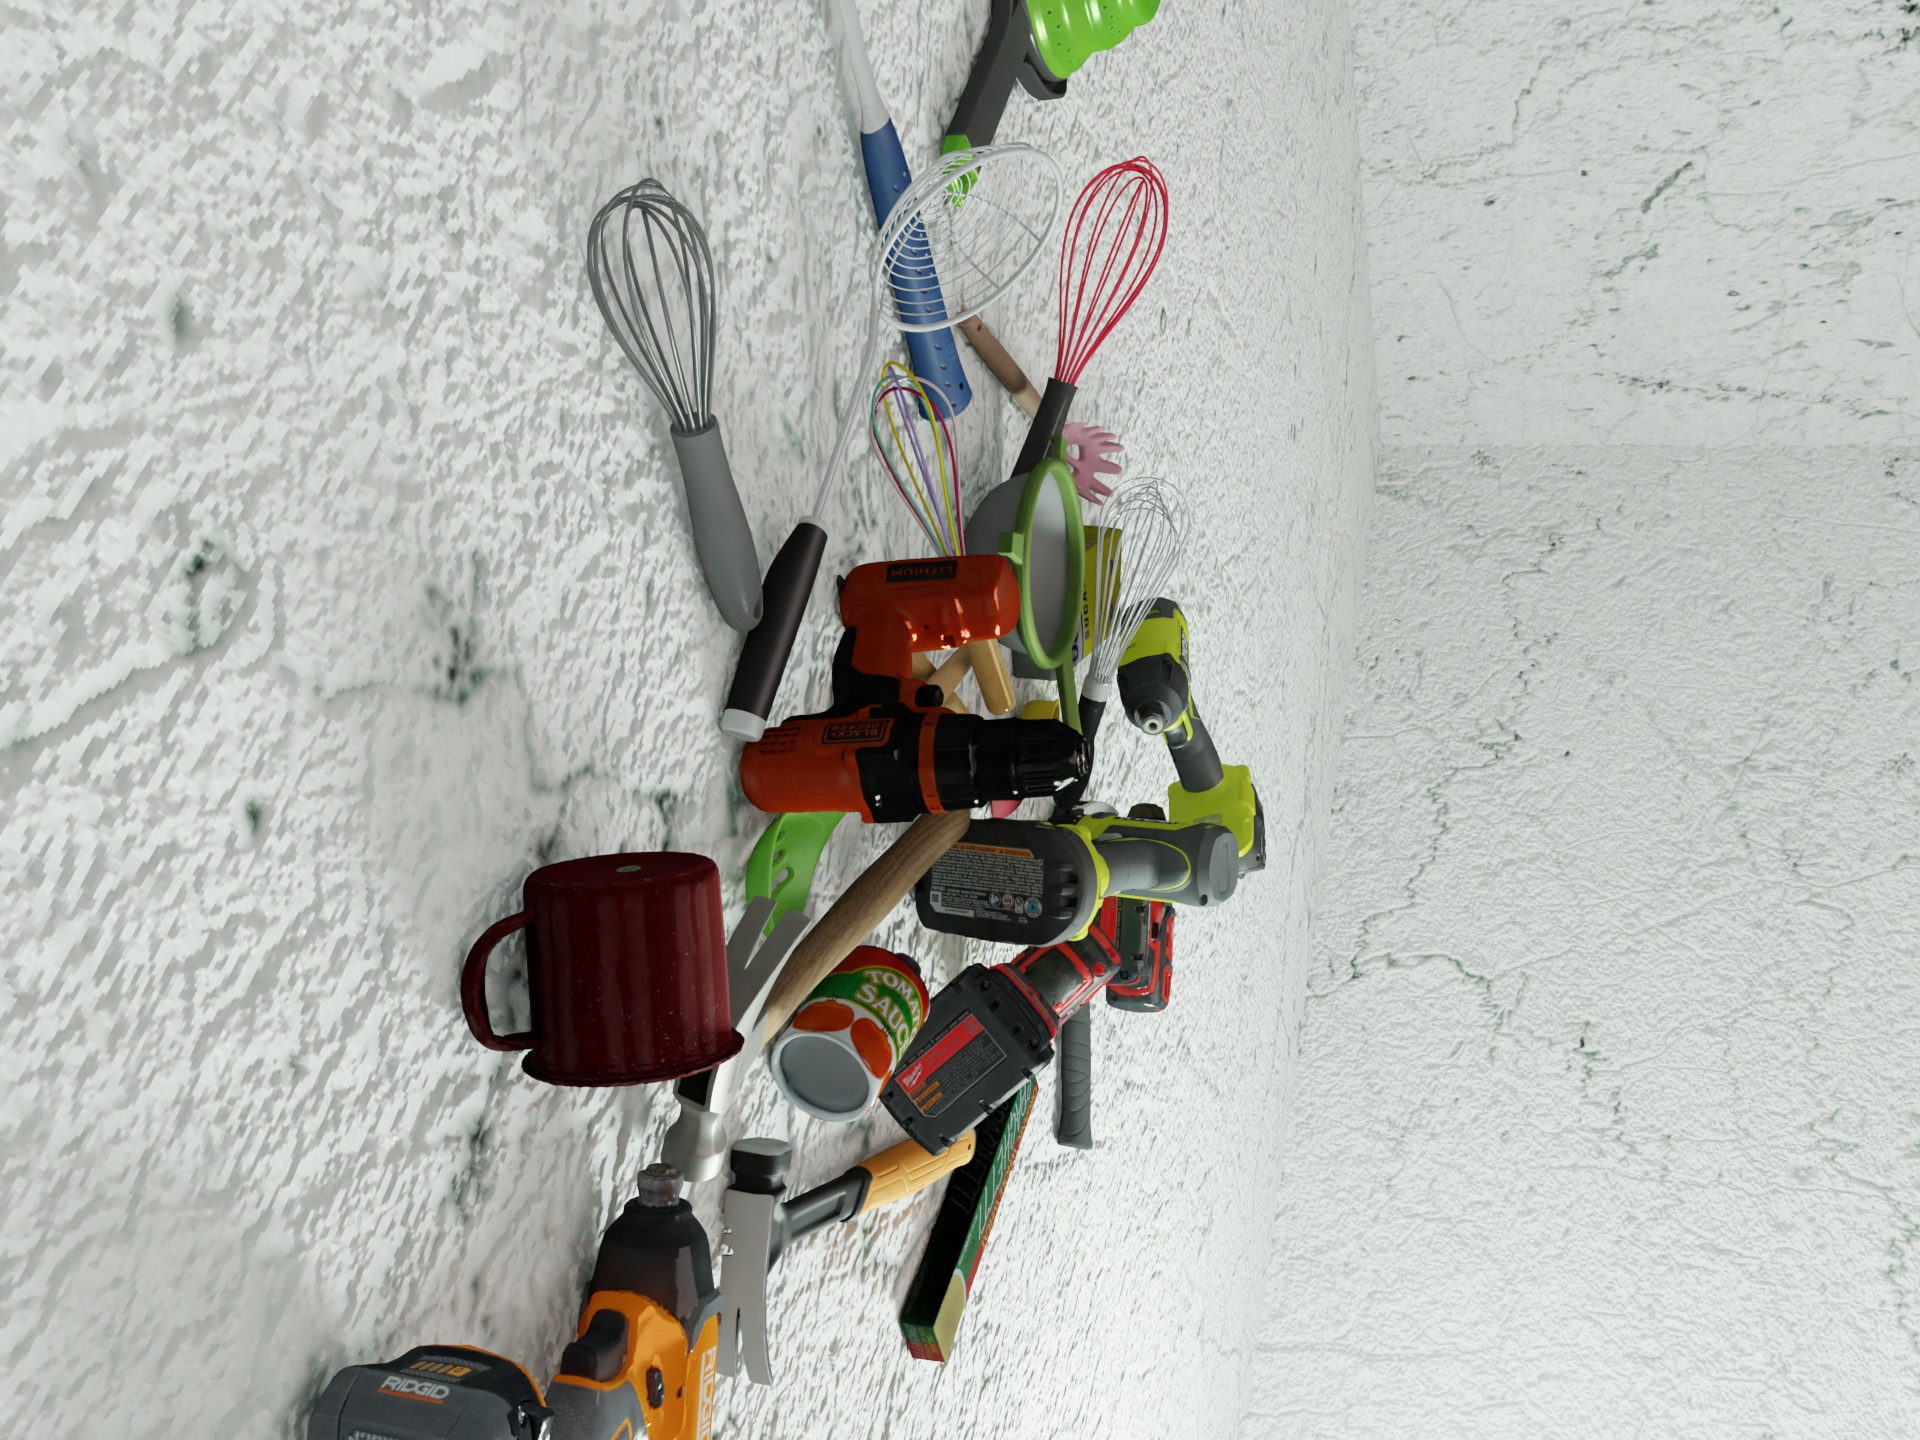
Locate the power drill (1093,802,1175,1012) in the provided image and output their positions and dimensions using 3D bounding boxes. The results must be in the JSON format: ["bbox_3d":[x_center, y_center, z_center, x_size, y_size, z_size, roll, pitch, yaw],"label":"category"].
[{"bbox_3d":[0.141,0.149,1.359,0.226,0.080,0.188,40,53,-68],"label":"power drill"}]

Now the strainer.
[{"bbox_3d":[0.047,-0.071,1.170,0.152,0.069,0.256,-65,152,-47],"label":"strainer"}]

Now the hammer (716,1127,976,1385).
[{"bbox_3d":[-0.059,0.301,0.998,0.336,0.034,0.127,12,82,-70],"label":"hammer"}]

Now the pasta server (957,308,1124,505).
[{"bbox_3d":[0.064,-0.242,1.231,0.060,0.040,0.316,-69,157,-4],"label":"pasta server"}]

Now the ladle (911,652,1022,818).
[{"bbox_3d":[-0.002,-0.004,1.115,0.315,0.031,0.069,51,48,-59],"label":"ladle"}]

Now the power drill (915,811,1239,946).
[{"bbox_3d":[0.068,0.103,1.137,0.228,0.191,0.080,-1,94,-55],"label":"power drill"}]

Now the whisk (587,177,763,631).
[{"bbox_3d":[-0.123,-0.134,0.735,0.055,0.055,0.238,-66,156,-43],"label":"whisk"}]

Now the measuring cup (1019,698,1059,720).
[{"bbox_3d":[0.068,0.011,1.319,0.156,0.029,0.062,2,97,-82],"label":"measuring cup"}]

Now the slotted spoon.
[{"bbox_3d":[-0.052,0.027,0.953,0.314,0.031,0.070,-52,143,-52],"label":"slotted spoon"}]

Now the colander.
[{"bbox_3d":[0.075,-0.504,1.131,0.204,0.094,0.397,67,33,-51],"label":"colander"}]

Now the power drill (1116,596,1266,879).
[{"bbox_3d":[0.191,0.027,1.358,0.171,0.080,0.223,-78,147,-57],"label":"power drill"}]

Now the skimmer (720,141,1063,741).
[{"bbox_3d":[-0.034,-0.152,0.862,0.127,0.090,0.363,72,33,-69],"label":"skimmer"}]

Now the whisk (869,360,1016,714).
[{"bbox_3d":[-0.006,-0.110,1.006,0.051,0.047,0.244,-51,130,-48],"label":"whisk"}]

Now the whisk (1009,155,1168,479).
[{"bbox_3d":[0.082,-0.267,1.167,0.073,0.073,0.295,-16,128,-69],"label":"whisk"}]

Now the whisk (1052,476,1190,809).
[{"bbox_3d":[0.115,-0.056,1.256,0.070,0.070,0.284,-38,146,-63],"label":"whisk"}]

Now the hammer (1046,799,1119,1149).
[{"bbox_3d":[0.106,0.232,1.433,0.146,0.035,0.334,-30,122,-65],"label":"hammer"}]

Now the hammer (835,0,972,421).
[{"bbox_3d":[-0.048,-0.355,0.908,0.405,0.035,0.144,74,28,-43],"label":"hammer"}]

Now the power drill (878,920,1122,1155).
[{"bbox_3d":[0.025,0.209,1.091,0.078,0.143,0.219,50,18,9],"label":"power drill"}]

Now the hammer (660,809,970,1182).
[{"bbox_3d":[-0.063,0.111,0.881,0.331,0.031,0.130,-43,151,-61],"label":"hammer"}]

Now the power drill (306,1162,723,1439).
[{"bbox_3d":[-0.165,0.281,0.648,0.226,0.084,0.164,13,80,-74],"label":"power drill"}]
